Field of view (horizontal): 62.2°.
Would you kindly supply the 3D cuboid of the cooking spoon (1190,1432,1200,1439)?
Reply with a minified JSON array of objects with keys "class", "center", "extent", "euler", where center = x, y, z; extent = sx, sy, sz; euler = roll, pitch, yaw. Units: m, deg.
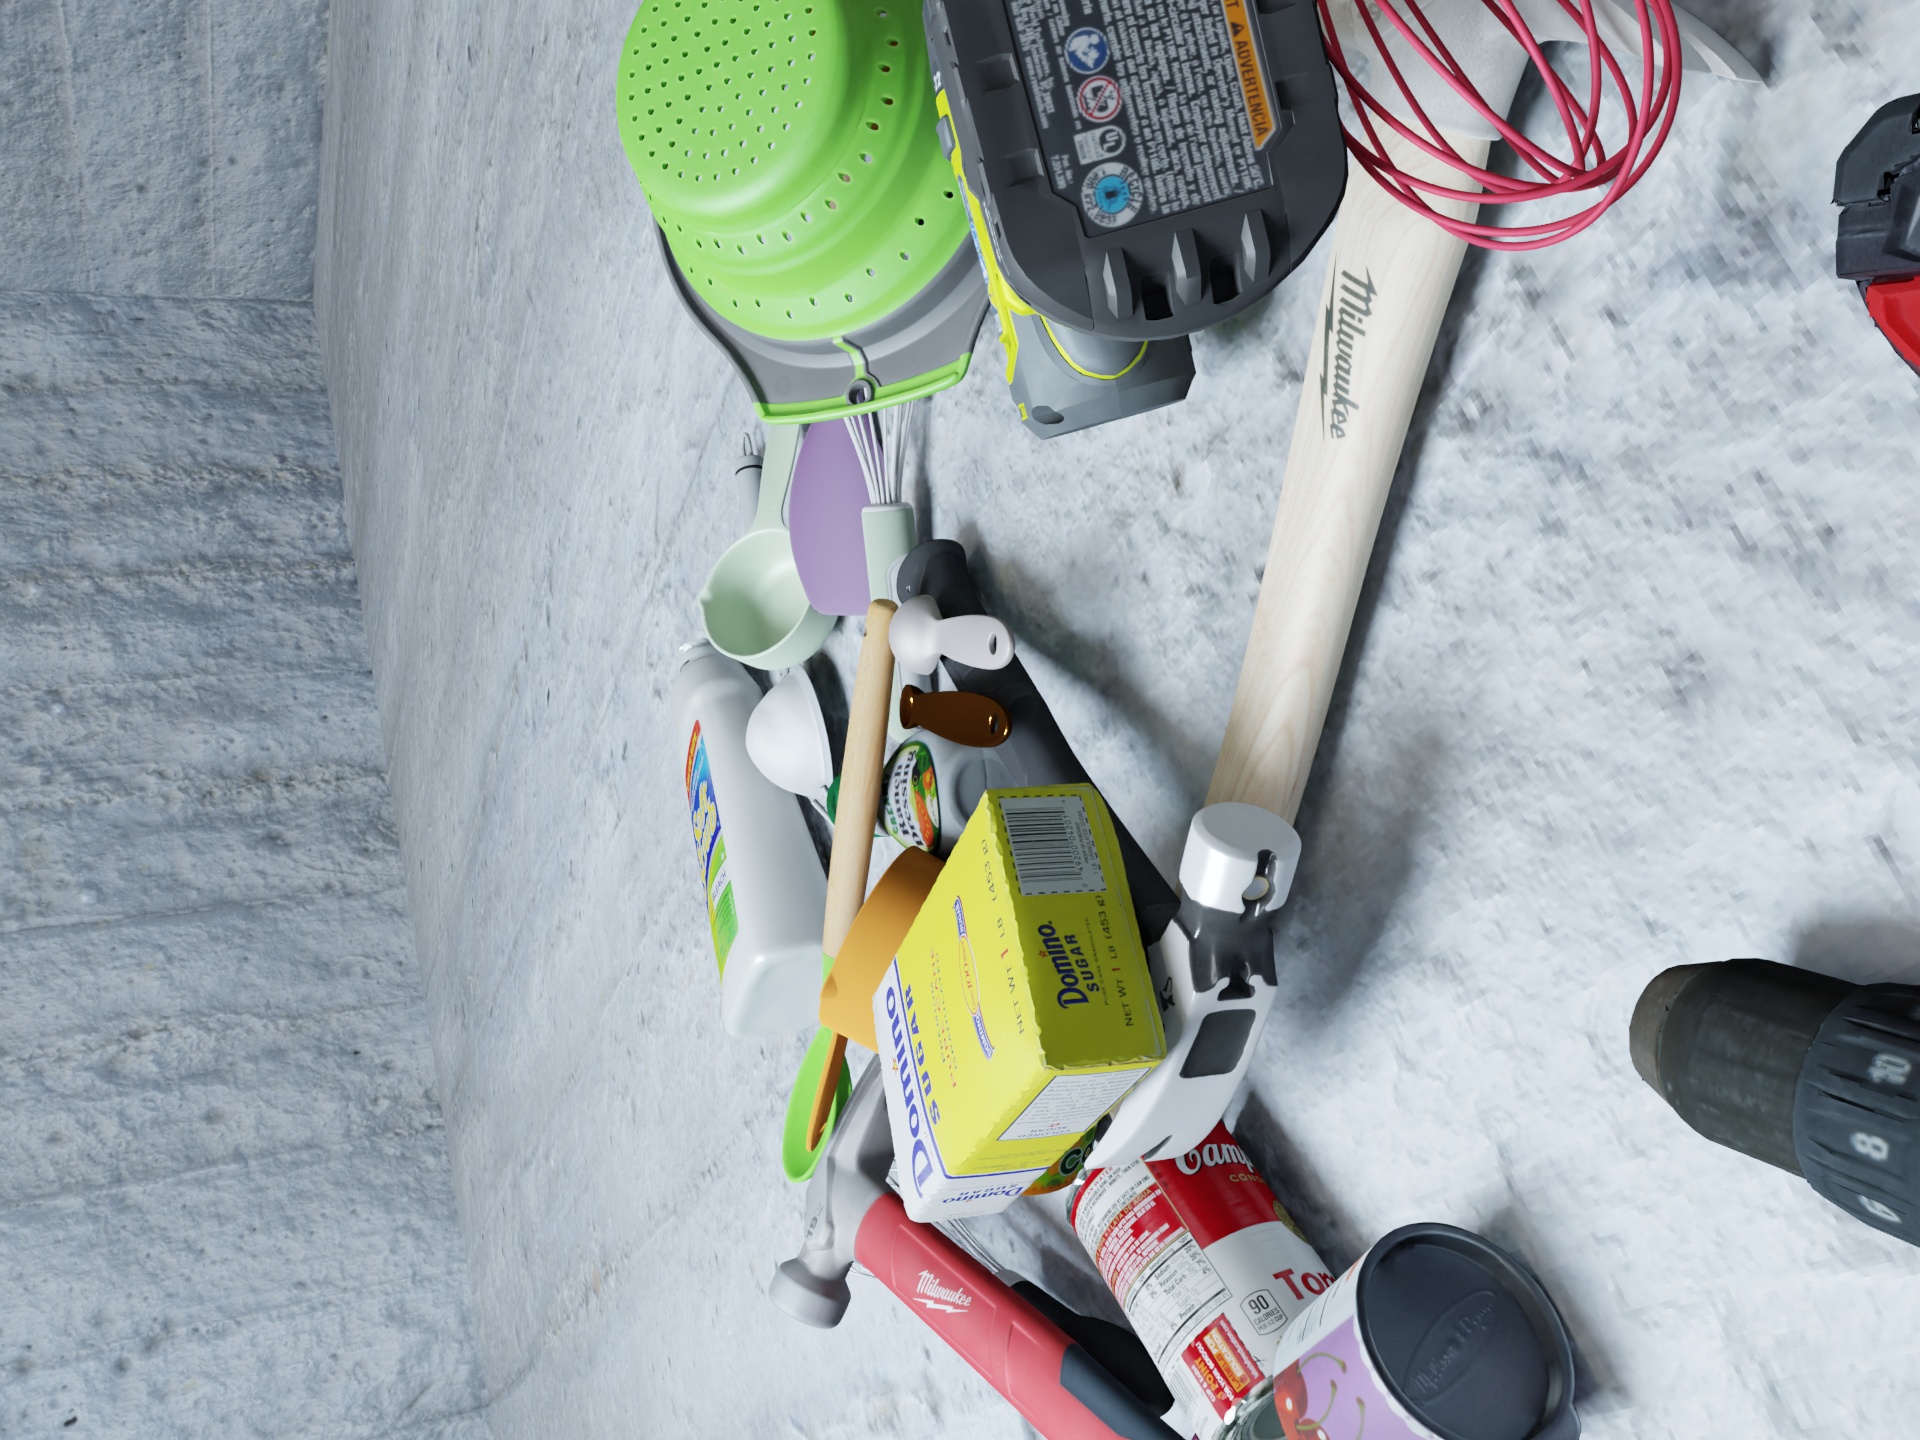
[{"class":"cooking spoon","center":[0.072,0.327,0.657],"extent":[0.318,0.017,0.069],"euler":[-50,48,54]}]

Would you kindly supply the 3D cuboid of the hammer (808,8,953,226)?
[{"class":"hammer","center":[-0.072,-0.363,0.752],"extent":[0.337,0.127,0.034],"euler":[62,145,20]}]

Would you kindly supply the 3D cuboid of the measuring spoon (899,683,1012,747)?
[{"class":"measuring spoon","center":[-0.001,-0.002,0.638],"extent":[0.117,0.011,0.021],"euler":[-169,82,-68]}]

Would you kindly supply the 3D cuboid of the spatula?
[{"class":"spatula","center":[-0.062,-0.212,0.811],"extent":[0.060,0.018,0.316],"euler":[4,97,26]}]

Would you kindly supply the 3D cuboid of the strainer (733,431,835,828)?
[{"class":"strainer","center":[-0.109,-0.053,0.923],"extent":[0.087,0.050,0.259],"euler":[127,135,-63]}]

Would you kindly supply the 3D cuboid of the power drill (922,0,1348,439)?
[{"class":"power drill","center":[0.028,-0.180,0.438],"extent":[0.228,0.080,0.190],"euler":[-99,-6,-82]}]

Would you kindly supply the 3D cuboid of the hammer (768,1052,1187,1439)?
[{"class":"hammer","center":[0.050,0.248,0.613],"extent":[0.387,0.038,0.143],"euler":[19,84,54]}]

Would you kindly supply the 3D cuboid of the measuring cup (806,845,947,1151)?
[{"class":"measuring cup","center":[-0.029,0.139,0.709],"extent":[0.052,0.095,0.173],"euler":[24,119,13]}]

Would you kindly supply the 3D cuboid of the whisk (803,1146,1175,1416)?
[{"class":"whisk","center":[0.006,0.258,0.741],"extent":[0.285,0.070,0.070],"euler":[7,101,57]}]

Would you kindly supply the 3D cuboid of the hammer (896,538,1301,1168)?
[{"class":"hammer","center":[0.030,0.019,0.611],"extent":[0.335,0.035,0.146],"euler":[-120,33,-55]}]

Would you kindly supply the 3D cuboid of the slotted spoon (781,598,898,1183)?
[{"class":"slotted spoon","center":[-0.055,0.090,0.758],"extent":[0.070,0.031,0.313],"euler":[-118,33,-60]}]

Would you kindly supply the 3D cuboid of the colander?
[{"class":"colander","center":[-0.075,-0.327,0.647],"extent":[0.204,0.094,0.397],"euler":[-6,85,28]}]

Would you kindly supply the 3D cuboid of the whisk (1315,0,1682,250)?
[{"class":"whisk","center":[0.083,-0.227,0.399],"extent":[0.073,0.073,0.296],"euler":[-60,44,49]}]

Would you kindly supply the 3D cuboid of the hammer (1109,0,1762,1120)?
[{"class":"hammer","center":[0.110,-0.018,0.502],"extent":[0.146,0.038,0.410],"euler":[47,135,48]}]

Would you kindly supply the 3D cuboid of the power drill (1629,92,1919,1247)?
[{"class":"power drill","center":[0.205,0.005,0.282],"extent":[0.188,0.080,0.226],"euler":[15,111,62]}]

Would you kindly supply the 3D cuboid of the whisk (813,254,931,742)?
[{"class":"whisk","center":[-0.035,-0.109,0.760],"extent":[0.059,0.057,0.246],"euler":[8,107,55]}]

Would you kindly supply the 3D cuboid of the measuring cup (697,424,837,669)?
[{"class":"measuring cup","center":[-0.097,-0.107,0.888],"extent":[0.083,0.038,0.168],"euler":[-4,70,30]}]

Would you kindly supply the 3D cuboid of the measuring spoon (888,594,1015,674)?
[{"class":"measuring spoon","center":[-0.007,-0.033,0.634],"extent":[0.124,0.018,0.034],"euler":[-166,76,-70]}]
